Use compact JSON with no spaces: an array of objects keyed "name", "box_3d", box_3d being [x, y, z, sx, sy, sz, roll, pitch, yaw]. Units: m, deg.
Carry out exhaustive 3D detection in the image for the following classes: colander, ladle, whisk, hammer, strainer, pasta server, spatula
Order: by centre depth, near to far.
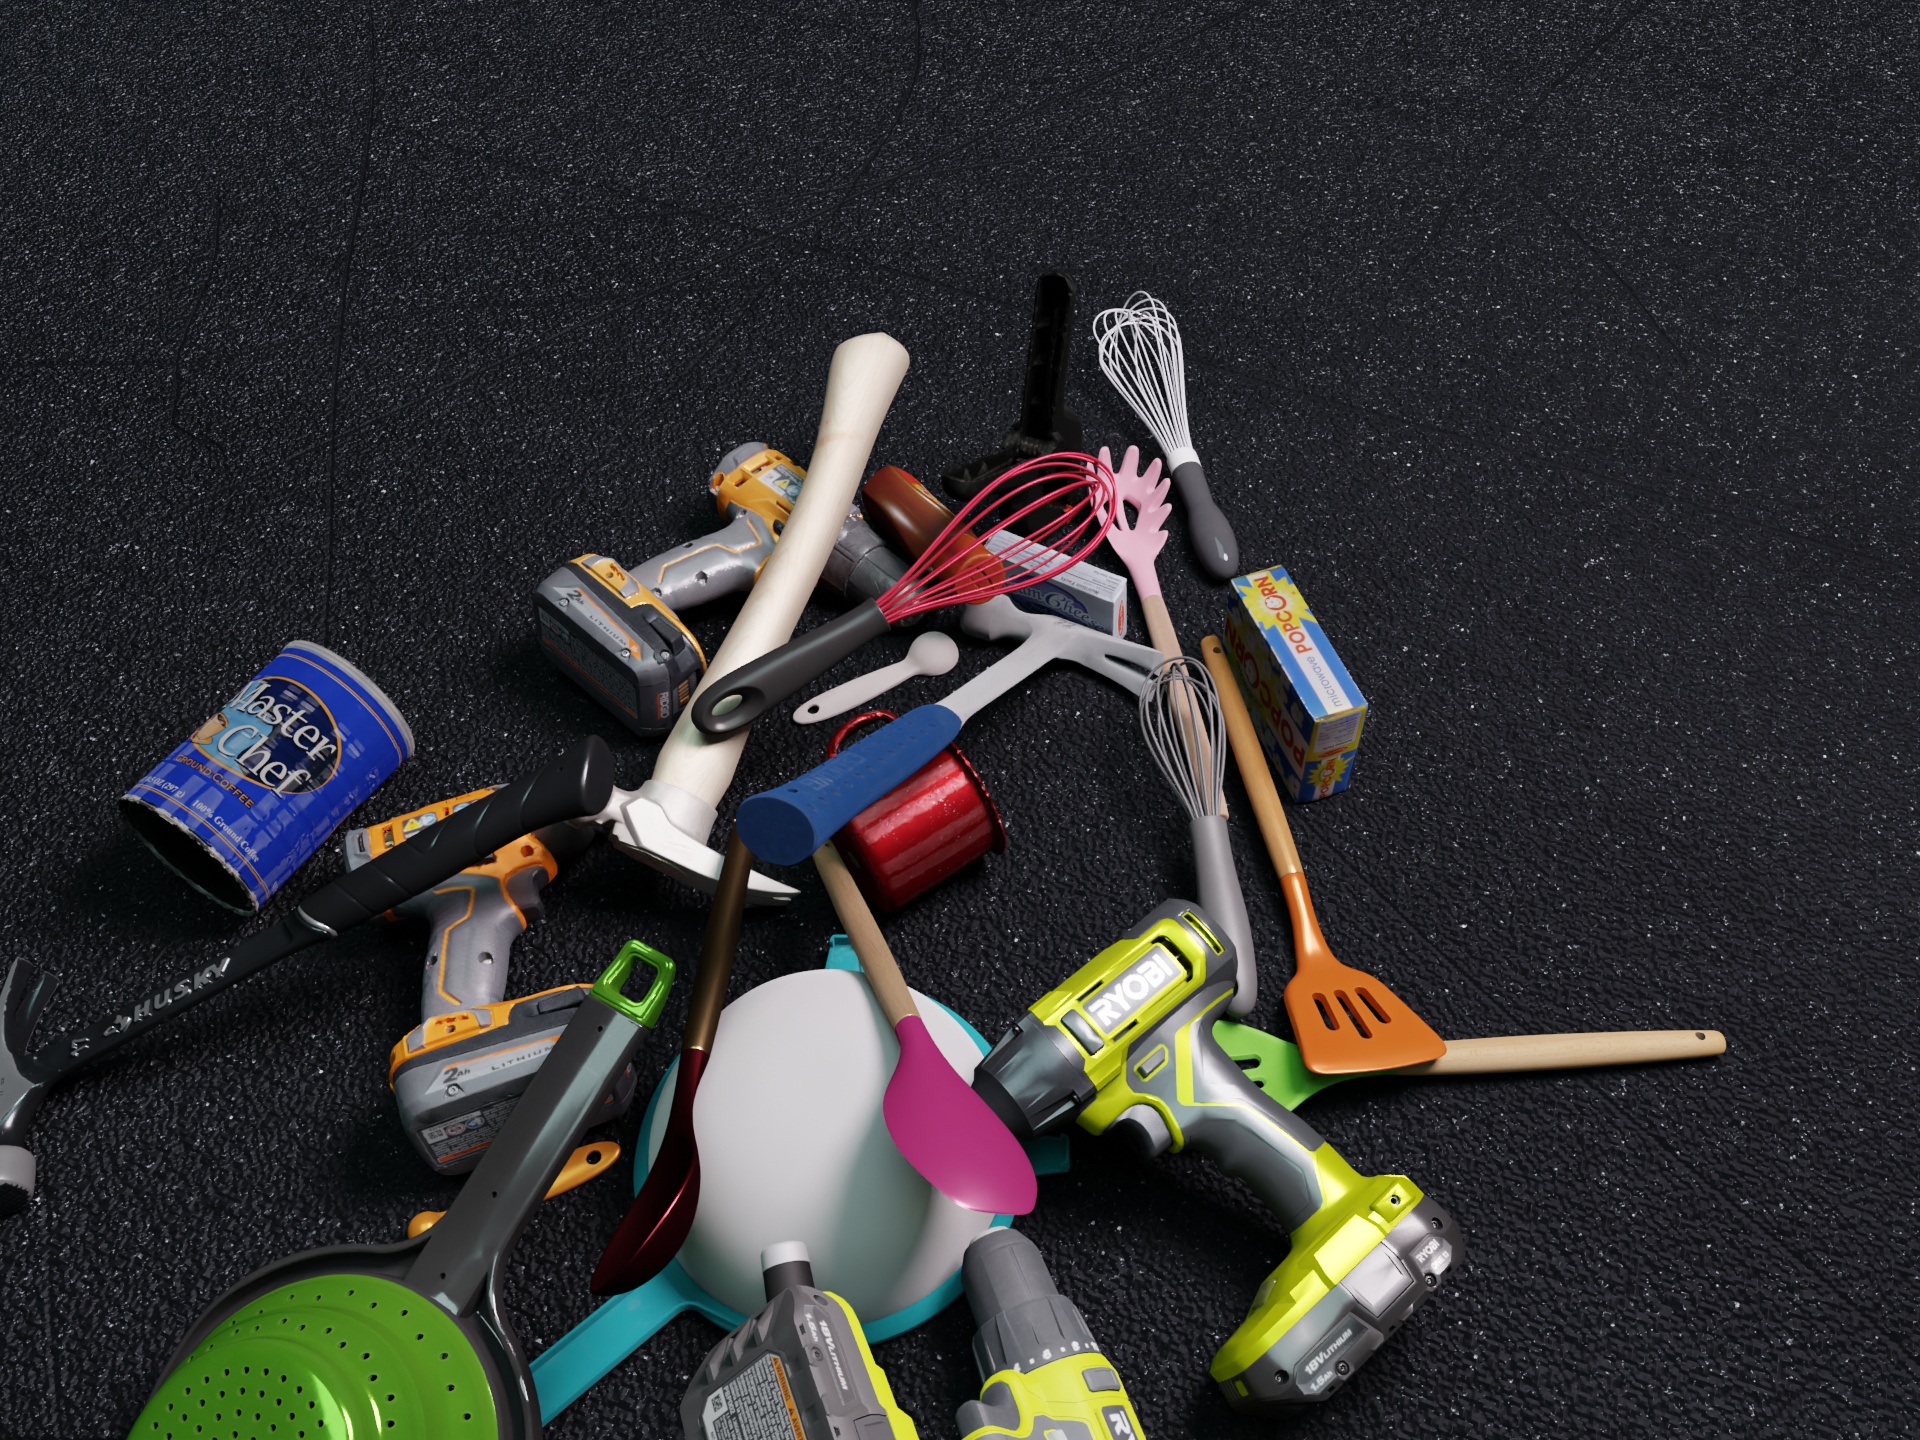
[{"name":"colander","box_3d":[-0.257,0.266,0.723,0.204,0.094,0.397,25,71,18]},{"name":"strainer","box_3d":[-0.119,0.241,0.799,0.340,0.095,0.211,-36,58,-25]},{"name":"ladle","box_3d":[-0.133,0.152,0.814,0.031,0.069,0.316,33,35,-22]},{"name":"hammer","box_3d":[-0.371,0.116,0.878,0.409,0.036,0.149,-28,49,4]},{"name":"hammer","box_3d":[-0.001,-0.003,0.906,0.144,0.035,0.405,19,23,17]},{"name":"whisk","box_3d":[0.143,0.064,0.944,0.055,0.055,0.239,-5,57,-1]},{"name":"spatula","box_3d":[0.194,0.069,0.952,0.081,0.041,0.323,-5,53,-10]},{"name":"whisk","box_3d":[-0.032,-0.074,0.955,0.296,0.073,0.073,-32,55,-8]},{"name":"hammer","box_3d":[-0.104,-0.083,1.020,0.146,0.038,0.411,28,62,-14]},{"name":"pasta server","box_3d":[0.137,-0.066,1.075,0.060,0.040,0.317,-3,51,-9]},{"name":"whisk","box_3d":[0.158,-0.214,1.189,0.070,0.070,0.285,-10,56,-5]}]

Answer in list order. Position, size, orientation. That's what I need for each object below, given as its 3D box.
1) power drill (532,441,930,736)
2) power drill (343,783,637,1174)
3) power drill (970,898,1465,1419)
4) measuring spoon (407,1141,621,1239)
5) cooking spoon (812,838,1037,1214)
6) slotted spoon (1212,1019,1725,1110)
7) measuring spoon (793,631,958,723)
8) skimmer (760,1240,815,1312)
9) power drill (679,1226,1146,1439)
[{"name":"power drill","box_3d":[-0.148,-0.083,1.079,0.185,0.084,0.226,37,56,20]},{"name":"power drill","box_3d":[-0.256,0.127,0.911,0.164,0.084,0.227,-18,48,-12]},{"name":"power drill","box_3d":[0.118,0.219,0.786,0.171,0.080,0.223,-35,70,-21]},{"name":"measuring spoon","box_3d":[-0.238,0.251,0.850,0.117,0.011,0.021,-20,53,-14]},{"name":"cooking spoon","box_3d":[-0.034,0.141,0.814,0.068,0.017,0.319,13,20,-25]},{"name":"slotted spoon","box_3d":[0.263,0.187,0.870,0.313,0.031,0.070,-3,40,-2]},{"name":"measuring spoon","box_3d":[-0.057,-0.029,1.067,0.124,0.018,0.034,-26,54,-17]},{"name":"skimmer","box_3d":[-0.073,0.395,0.638,0.090,0.127,0.364,3,54,-24]},{"name":"power drill","box_3d":[-0.003,0.305,0.682,0.080,0.228,0.191,-43,50,21]}]
